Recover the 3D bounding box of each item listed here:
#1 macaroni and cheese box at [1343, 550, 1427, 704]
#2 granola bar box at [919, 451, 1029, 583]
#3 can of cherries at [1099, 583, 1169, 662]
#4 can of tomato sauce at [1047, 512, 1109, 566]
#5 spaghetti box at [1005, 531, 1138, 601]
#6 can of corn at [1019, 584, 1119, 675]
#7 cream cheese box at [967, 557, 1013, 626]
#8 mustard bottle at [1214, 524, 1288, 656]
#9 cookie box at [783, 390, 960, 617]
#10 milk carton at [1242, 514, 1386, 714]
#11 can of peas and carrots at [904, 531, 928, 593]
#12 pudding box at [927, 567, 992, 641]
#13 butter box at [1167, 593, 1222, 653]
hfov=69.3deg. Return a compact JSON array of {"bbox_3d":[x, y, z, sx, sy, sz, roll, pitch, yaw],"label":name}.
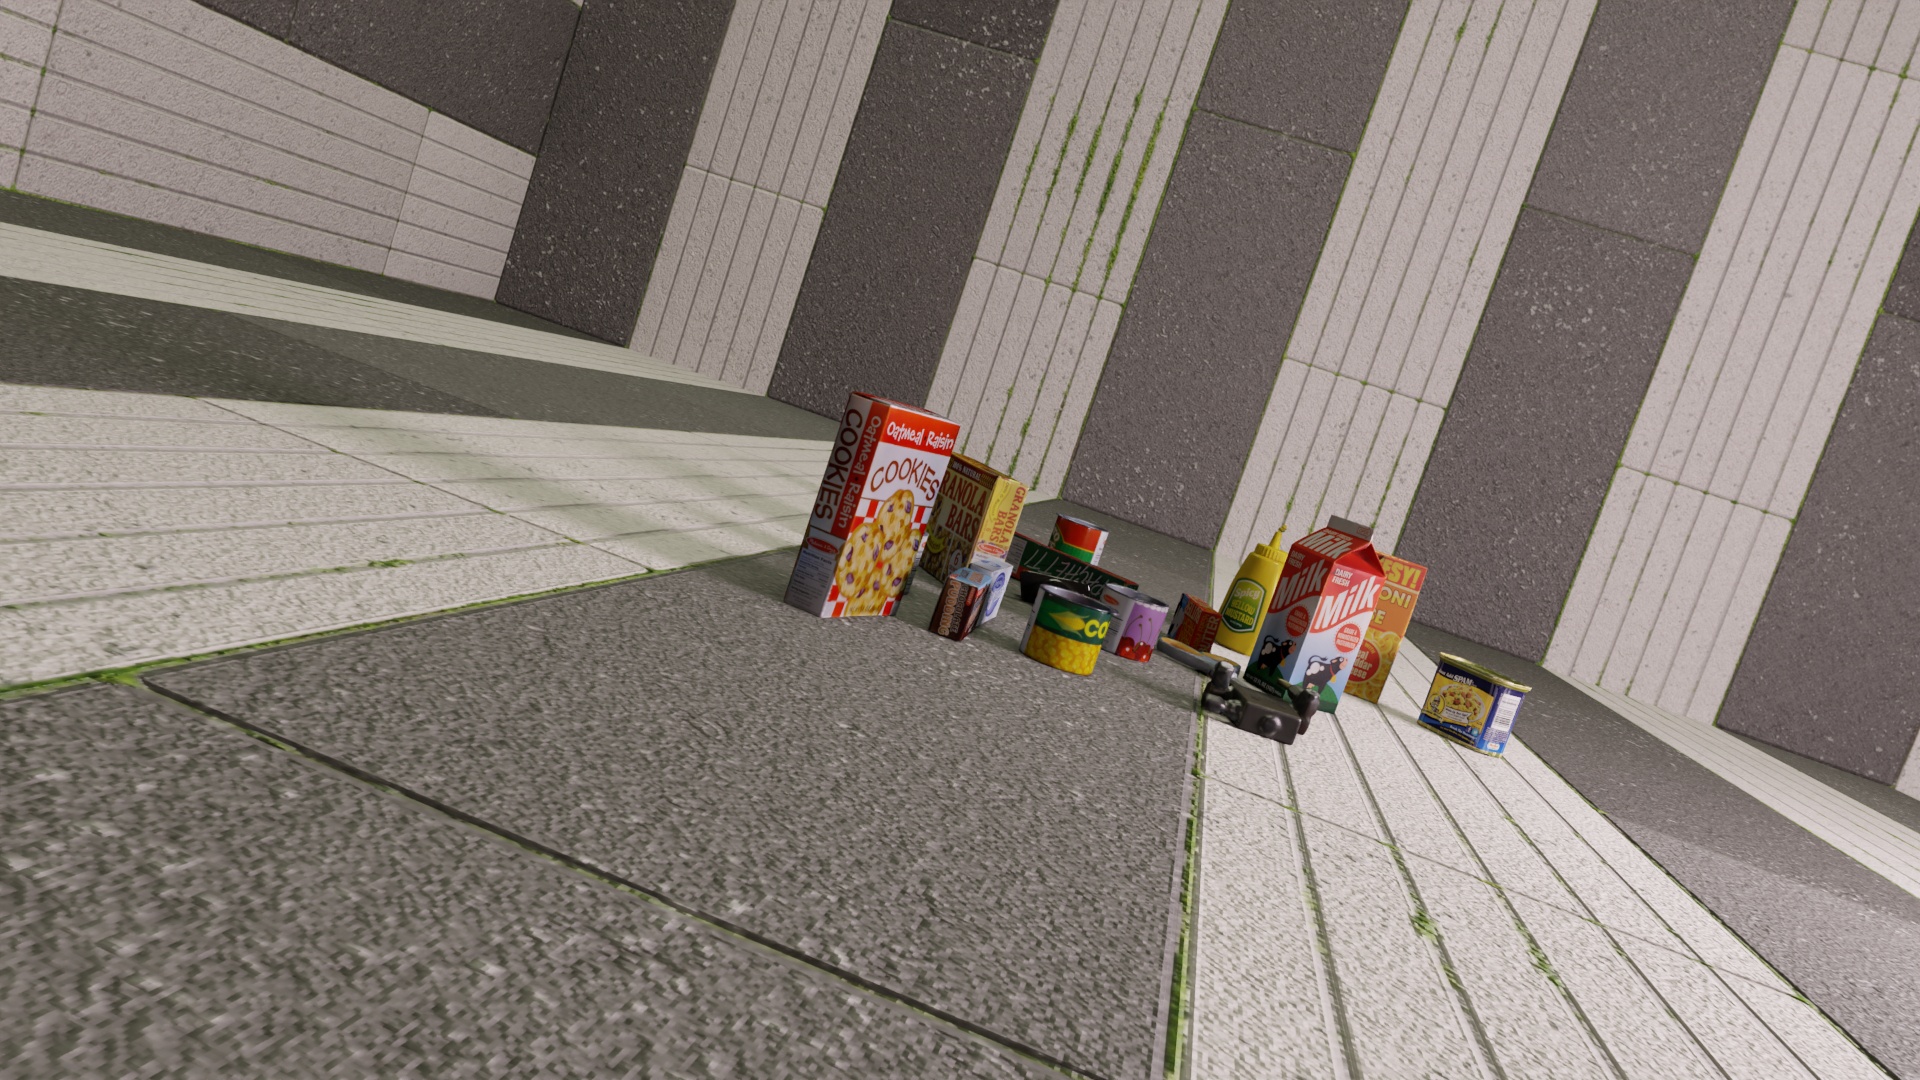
[{"bbox_3d":[0.454,0.089,1.614,0.124,0.166,0.040,20,6,17],"label":"macaroni and cheese box"},{"bbox_3d":[0.005,-0.018,1.424,0.039,0.124,0.166,16,6,-22],"label":"granola bar box"},{"bbox_3d":[0.163,0.080,1.341,0.071,0.058,0.071,18,6,-2],"label":"can of cherries"},{"bbox_3d":[0.136,0.016,1.701,0.071,0.083,0.071,19,6,-2],"label":"can of tomato sauce"},{"bbox_3d":[0.098,0.032,1.605,0.250,0.050,0.029,24,8,41],"label":"spaghetti box"},{"bbox_3d":[0.091,0.076,1.165,0.071,0.058,0.071,18,6,-2],"label":"can of corn"},{"bbox_3d":[0.020,0.045,1.243,0.024,0.053,0.104,20,6,10],"label":"cream cheese box"},{"bbox_3d":[0.352,0.055,1.642,0.065,0.160,0.049,22,7,33],"label":"mustard bottle"},{"bbox_3d":[-0.067,-0.026,1.079,0.040,0.167,0.123,21,6,24],"label":"cookie box"},{"bbox_3d":[0.364,0.070,1.404,0.073,0.190,0.072,16,6,-27],"label":"milk carton"},{"bbox_3d":[-0.071,0.010,1.259,0.071,0.058,0.071,18,6,-2],"label":"can of peas and carrots"},{"bbox_3d":[0.001,0.052,1.149,0.030,0.049,0.084,19,6,7],"label":"pudding box"},{"bbox_3d":[0.256,0.093,1.520,0.024,0.053,0.103,18,6,-6],"label":"butter box"}]
